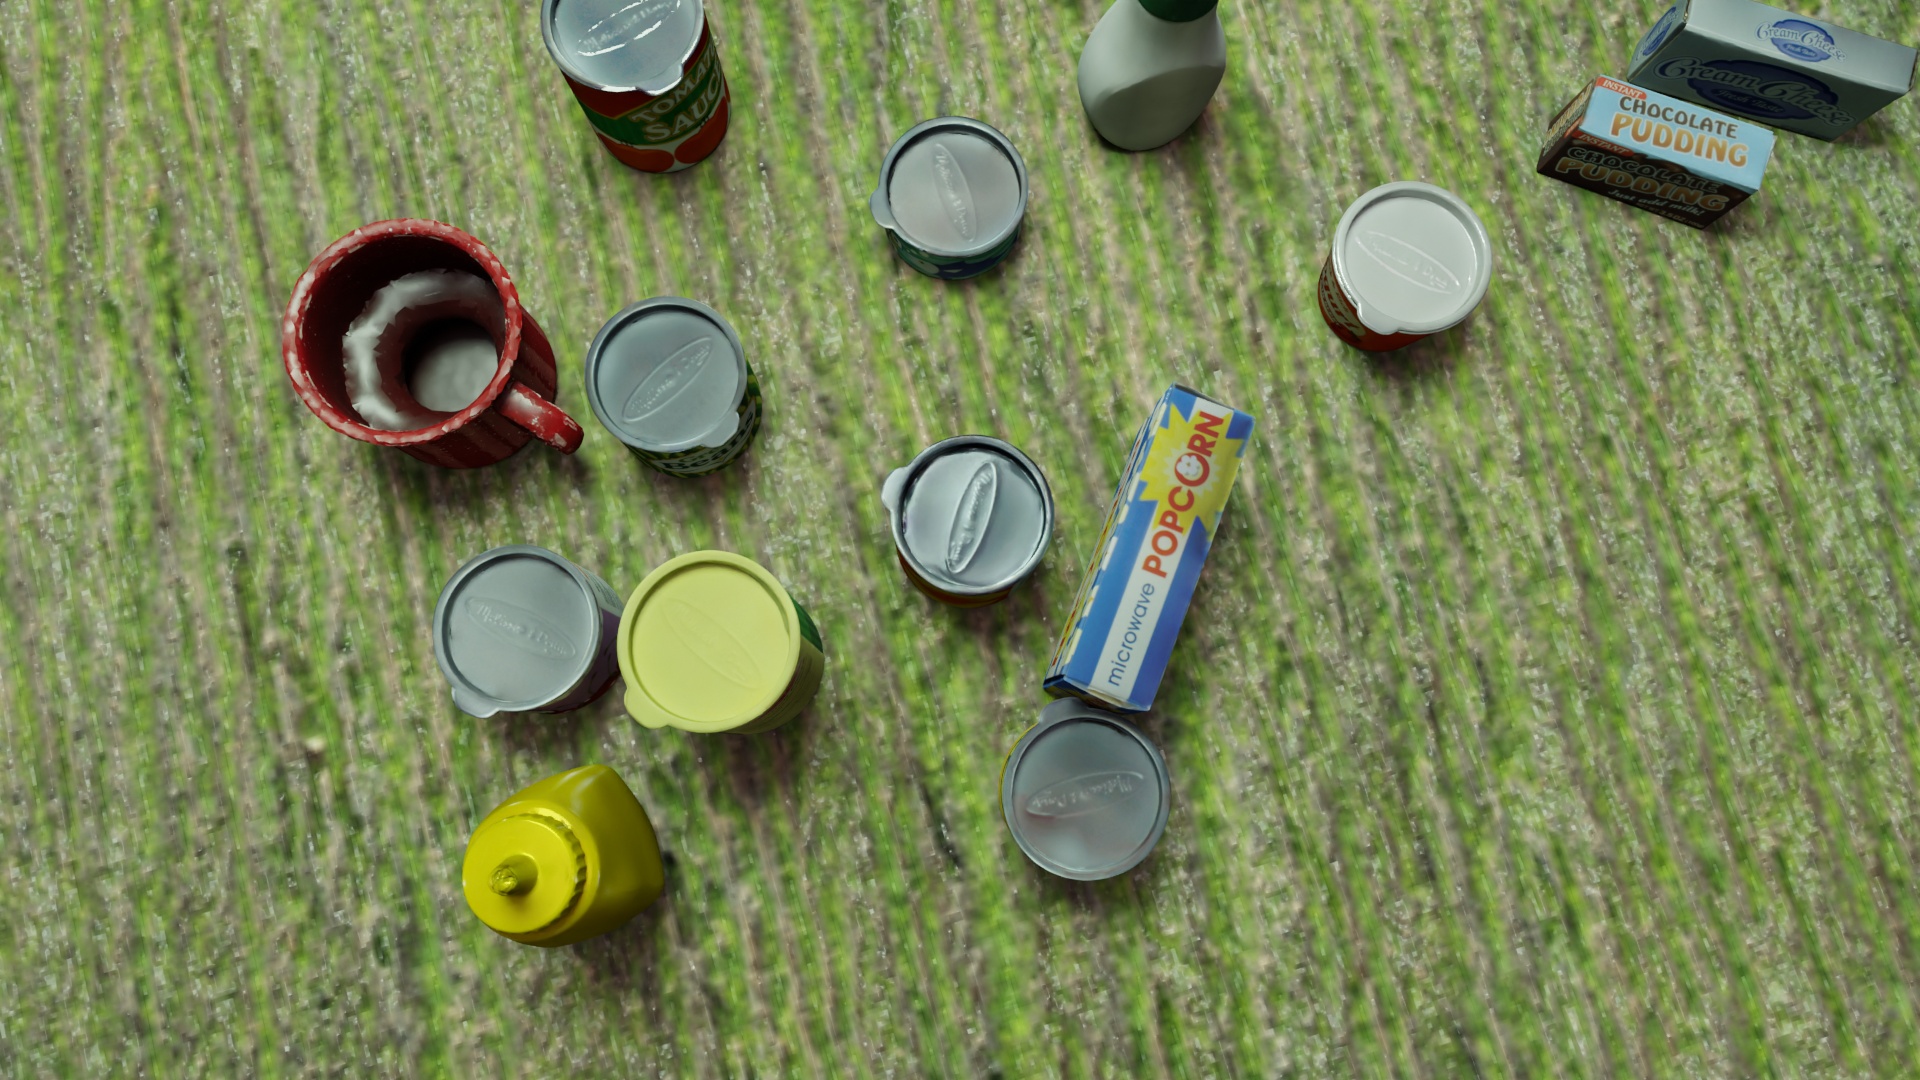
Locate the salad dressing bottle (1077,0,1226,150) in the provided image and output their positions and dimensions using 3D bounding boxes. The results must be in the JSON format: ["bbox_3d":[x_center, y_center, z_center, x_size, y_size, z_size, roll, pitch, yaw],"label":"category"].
[{"bbox_3d":[0.084,-0.213,0.577,0.064,0.147,0.044,-15,82,-3],"label":"salad dressing bottle"}]

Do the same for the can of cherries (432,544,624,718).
[{"bbox_3d":[-0.177,0.040,0.575,0.071,0.058,0.071,0,81,-1],"label":"can of cherries"}]

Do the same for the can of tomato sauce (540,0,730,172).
[{"bbox_3d":[-0.137,-0.206,0.604,0.071,0.083,0.071,0,81,-1],"label":"can of tomato sauce"}]

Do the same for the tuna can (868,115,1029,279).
[{"bbox_3d":[-0.006,-0.152,0.623,0.071,0.033,0.071,0,81,-1],"label":"tuna can"}]

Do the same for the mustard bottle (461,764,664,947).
[{"bbox_3d":[-0.149,0.117,0.511,0.049,0.160,0.065,-26,83,-5],"label":"mustard bottle"}]

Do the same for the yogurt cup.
[{"bbox_3d":[0.191,-0.116,0.611,0.072,0.054,0.072,0,81,-1],"label":"yogurt cup"}]

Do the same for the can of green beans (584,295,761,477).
[{"bbox_3d":[-0.121,-0.064,0.594,0.071,0.057,0.071,0,81,-1],"label":"can of green beans"}]

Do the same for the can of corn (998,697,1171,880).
[{"bbox_3d":[0.048,0.100,0.569,0.071,0.058,0.071,0,81,-1],"label":"can of corn"}]

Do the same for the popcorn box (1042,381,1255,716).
[{"bbox_3d":[0.075,0.008,0.572,0.038,0.085,0.127,21,81,2],"label":"popcorn box"}]

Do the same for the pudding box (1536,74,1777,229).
[{"bbox_3d":[0.312,-0.174,0.625,0.084,0.049,0.030,20,81,2],"label":"pudding box"}]

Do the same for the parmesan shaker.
[{"bbox_3d":[-0.094,0.046,0.553,0.071,0.103,0.071,0,81,-1],"label":"parmesan shaker"}]

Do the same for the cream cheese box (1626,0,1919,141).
[{"bbox_3d":[0.366,-0.215,0.631,0.104,0.053,0.024,17,81,2],"label":"cream cheese box"}]

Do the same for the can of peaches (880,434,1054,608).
[{"bbox_3d":[0.002,-0.007,0.587,0.071,0.058,0.071,0,81,-1],"label":"can of peaches"}]
